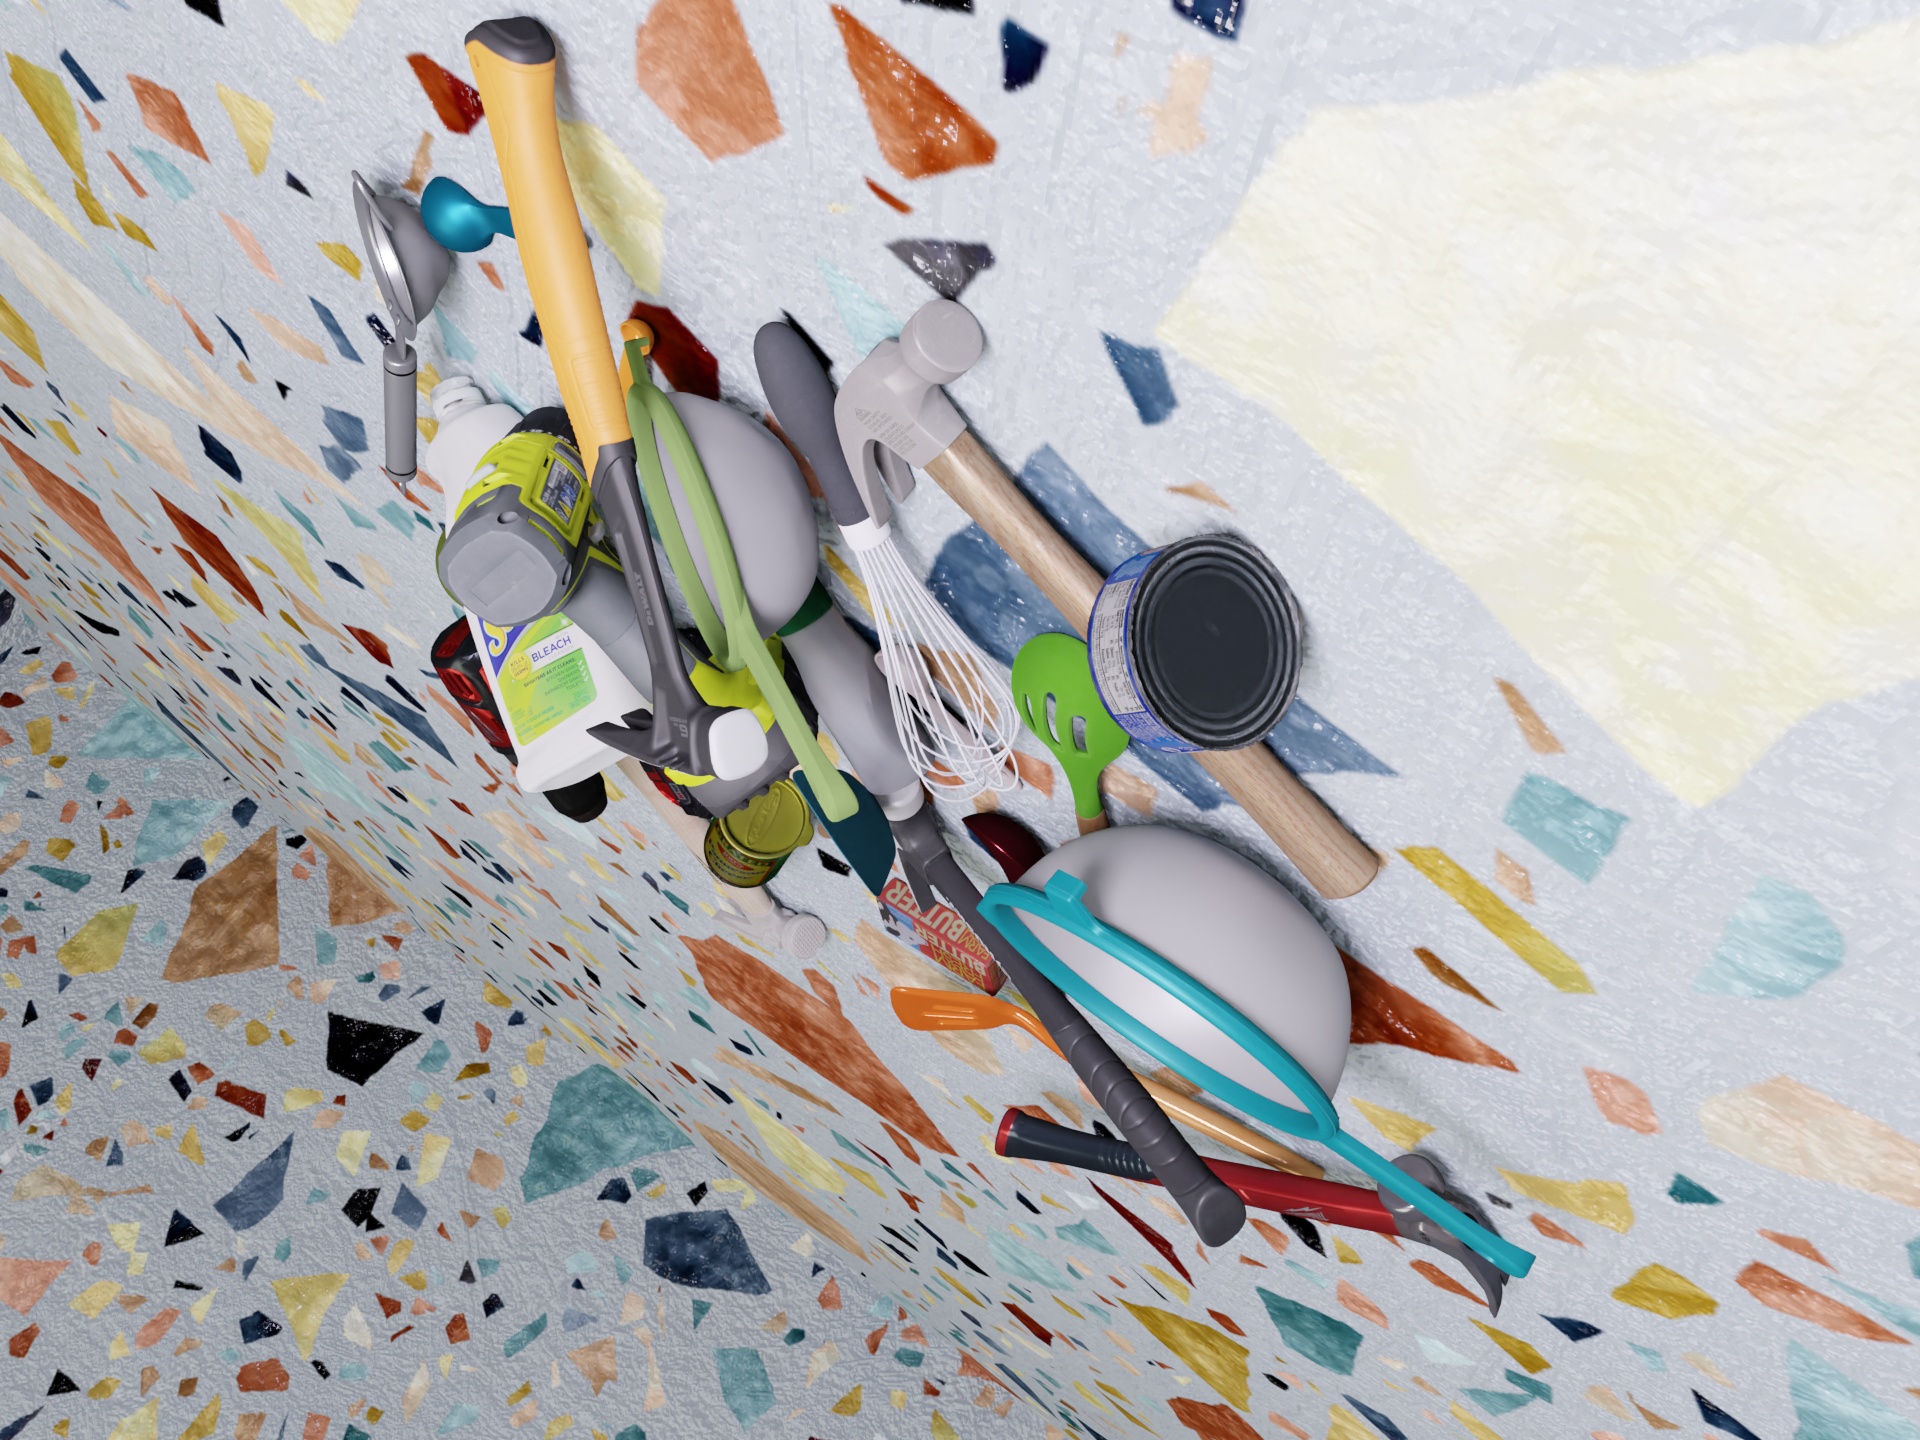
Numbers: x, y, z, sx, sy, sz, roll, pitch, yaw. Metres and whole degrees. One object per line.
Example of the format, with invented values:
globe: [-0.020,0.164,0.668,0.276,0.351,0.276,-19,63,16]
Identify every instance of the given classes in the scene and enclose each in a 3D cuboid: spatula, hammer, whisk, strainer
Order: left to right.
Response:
strainer: [-0.322,-0.216,0.916,0.087,0.050,0.258,59,149,20]
hammer: [-0.167,-0.138,0.724,0.127,0.034,0.336,10,117,50]
hammer: [-0.265,0.044,1.319,0.146,0.038,0.410,9,141,50]
strainer: [-0.087,-0.065,0.773,0.257,0.069,0.151,59,162,28]
spatula: [-0.080,0.068,1.016,0.082,0.044,0.317,55,168,-1]
whisk: [-0.034,-0.070,0.788,0.070,0.070,0.284,14,140,44]
hammer: [0.055,0.175,0.965,0.335,0.035,0.146,49,167,29]
spatula: [0.100,0.255,1.121,0.323,0.041,0.081,23,154,19]
hammer: [0.070,-0.038,0.717,0.331,0.031,0.130,45,154,-12]
hammer: [0.178,0.321,1.091,0.386,0.038,0.143,-3,137,46]
strainer: [0.174,0.155,0.821,0.340,0.095,0.211,36,166,-2]

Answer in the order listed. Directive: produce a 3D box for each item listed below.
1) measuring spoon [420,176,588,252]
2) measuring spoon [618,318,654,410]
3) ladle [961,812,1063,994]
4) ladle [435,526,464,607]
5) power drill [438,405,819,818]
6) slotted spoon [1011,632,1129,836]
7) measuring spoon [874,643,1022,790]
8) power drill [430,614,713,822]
measuring spoon: [-0.235,-0.247,0.807,0.129,0.021,0.042,23,150,35]
measuring spoon: [-0.172,-0.181,0.848,0.021,0.011,0.117,38,159,1]
ladle: [0.051,0.148,1.060,0.069,0.031,0.315,39,160,32]
ladle: [-0.270,-0.033,1.202,0.078,0.062,0.319,-13,132,39]
power drill: [-0.183,-0.070,0.900,0.228,0.080,0.191,46,-161,-27]
slotted spoon: [0.077,0.064,0.885,0.070,0.031,0.313,22,151,29]
measuring spoon: [-0.001,-0.003,0.903,0.124,0.018,0.034,45,159,-27]
power drill: [-0.248,0.010,1.115,0.227,0.080,0.187,5,138,33]
